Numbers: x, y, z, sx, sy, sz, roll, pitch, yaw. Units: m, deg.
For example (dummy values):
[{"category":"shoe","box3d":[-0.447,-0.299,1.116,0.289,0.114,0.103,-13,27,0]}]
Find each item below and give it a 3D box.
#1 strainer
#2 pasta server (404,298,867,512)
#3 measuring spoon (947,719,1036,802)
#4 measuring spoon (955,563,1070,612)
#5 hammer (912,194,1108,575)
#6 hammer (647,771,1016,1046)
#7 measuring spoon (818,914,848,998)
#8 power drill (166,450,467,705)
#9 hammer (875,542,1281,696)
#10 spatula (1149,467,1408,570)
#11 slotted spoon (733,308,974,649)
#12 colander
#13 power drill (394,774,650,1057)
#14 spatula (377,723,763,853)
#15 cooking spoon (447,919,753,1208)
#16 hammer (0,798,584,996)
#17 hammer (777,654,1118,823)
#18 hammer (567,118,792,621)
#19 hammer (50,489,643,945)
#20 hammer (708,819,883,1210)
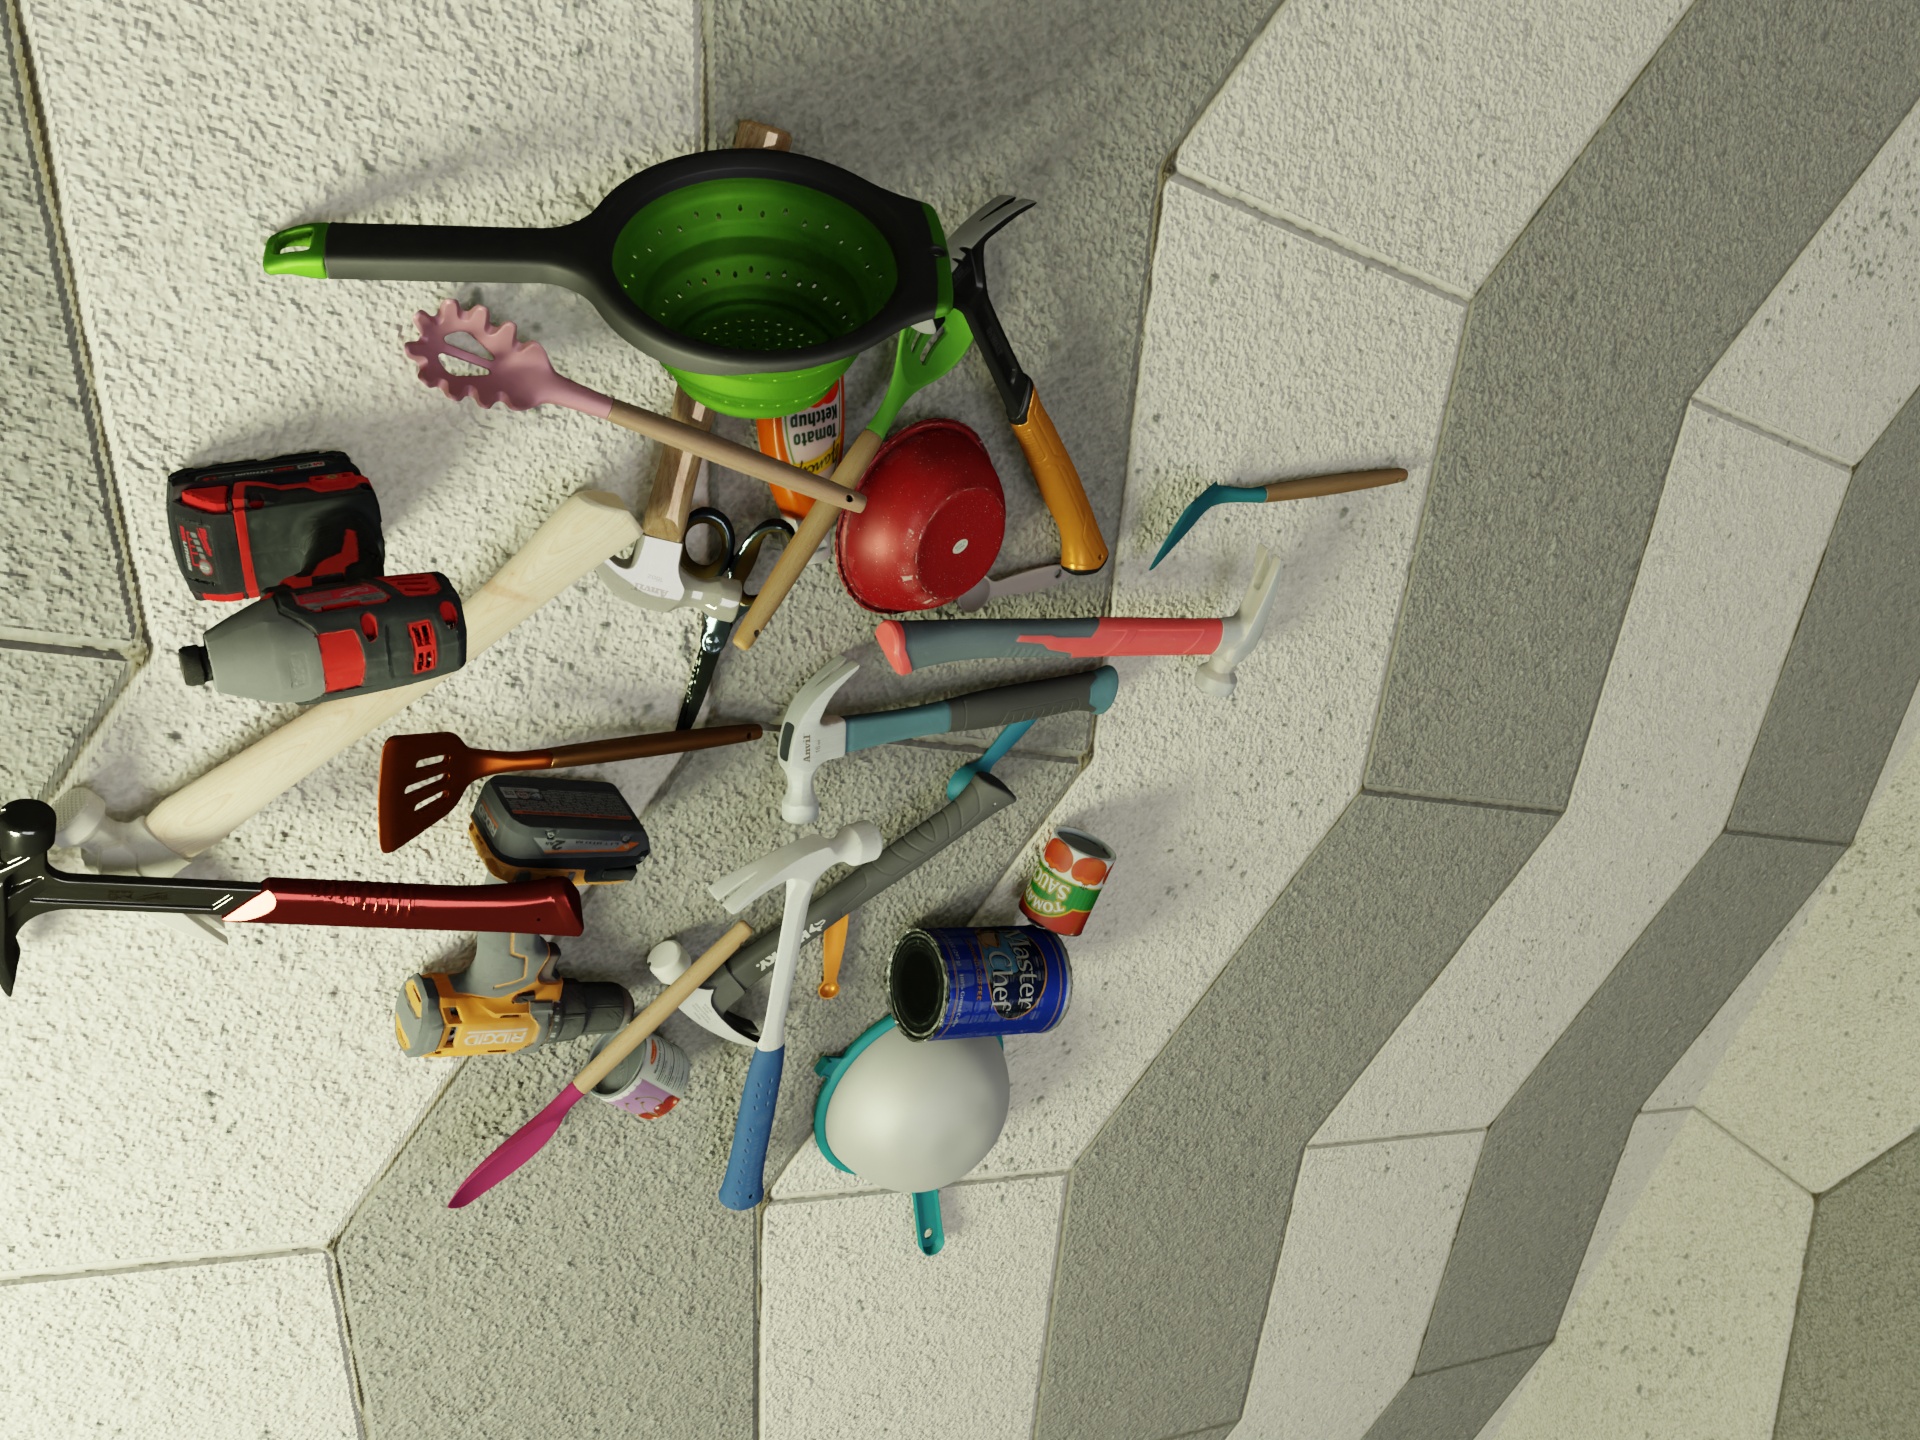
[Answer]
[{"category":"strainer","box3d":[-0.023,0.431,1.559,0.211,0.095,0.340,-21,126,-24]},{"category":"pasta server","box3d":[-0.202,-0.193,1.039,0.316,0.040,0.060,18,93,-24]},{"category":"measuring spoon","box3d":[0.039,0.028,1.403,0.128,0.021,0.042,-49,133,-2]},{"category":"measuring spoon","box3d":[0.042,-0.116,1.326,0.124,0.018,0.034,-15,125,-35]},{"category":"hammer","box3d":[0.058,-0.236,1.226,0.127,0.034,0.336,-51,141,-18]},{"category":"hammer","box3d":[-0.094,0.153,1.363,0.335,0.035,0.146,-35,132,-6]},{"category":"measuring spoon","box3d":[-0.113,0.196,1.411,0.021,0.011,0.116,-2,115,-21]},{"category":"power drill","box3d":[-0.380,-0.077,0.908,0.143,0.220,0.078,-14,124,-28]},{"category":"hammer","box3d":[0.106,-0.083,1.332,0.386,0.038,0.143,-2,124,-34]},{"category":"spatula","box3d":[0.295,-0.197,1.429,0.317,0.044,0.082,-13,149,-31]},{"category":"slotted spoon","box3d":[-0.077,-0.184,1.137,0.314,0.031,0.070,-60,145,-11]},{"category":"colander","box3d":[-0.207,-0.253,0.970,0.397,0.205,0.094,-1,144,-9]},{"category":"power drill","box3d":[-0.308,0.158,1.205,0.185,0.084,0.226,7,117,-40]},{"category":"spatula","box3d":[-0.269,0.028,1.137,0.322,0.041,0.081,-8,113,-43]},{"category":"cooking spoon","box3d":[-0.286,0.275,1.270,0.319,0.017,0.068,-43,163,-5]},{"category":"hammer","box3d":[-0.431,0.126,1.047,0.359,0.037,0.149,6,128,-25]},{"category":"hammer","box3d":[-0.002,-0.004,1.336,0.331,0.033,0.128,-10,112,-33]},{"category":"hammer","box3d":[-0.176,-0.233,1.071,0.130,0.031,0.331,11,107,-21]},{"category":"hammer","box3d":[-0.380,-0.010,1.050,0.410,0.038,0.146,-36,134,-4]},{"category":"hammer","box3d":[-0.163,0.265,1.336,0.144,0.035,0.405,-15,131,-39]}]
